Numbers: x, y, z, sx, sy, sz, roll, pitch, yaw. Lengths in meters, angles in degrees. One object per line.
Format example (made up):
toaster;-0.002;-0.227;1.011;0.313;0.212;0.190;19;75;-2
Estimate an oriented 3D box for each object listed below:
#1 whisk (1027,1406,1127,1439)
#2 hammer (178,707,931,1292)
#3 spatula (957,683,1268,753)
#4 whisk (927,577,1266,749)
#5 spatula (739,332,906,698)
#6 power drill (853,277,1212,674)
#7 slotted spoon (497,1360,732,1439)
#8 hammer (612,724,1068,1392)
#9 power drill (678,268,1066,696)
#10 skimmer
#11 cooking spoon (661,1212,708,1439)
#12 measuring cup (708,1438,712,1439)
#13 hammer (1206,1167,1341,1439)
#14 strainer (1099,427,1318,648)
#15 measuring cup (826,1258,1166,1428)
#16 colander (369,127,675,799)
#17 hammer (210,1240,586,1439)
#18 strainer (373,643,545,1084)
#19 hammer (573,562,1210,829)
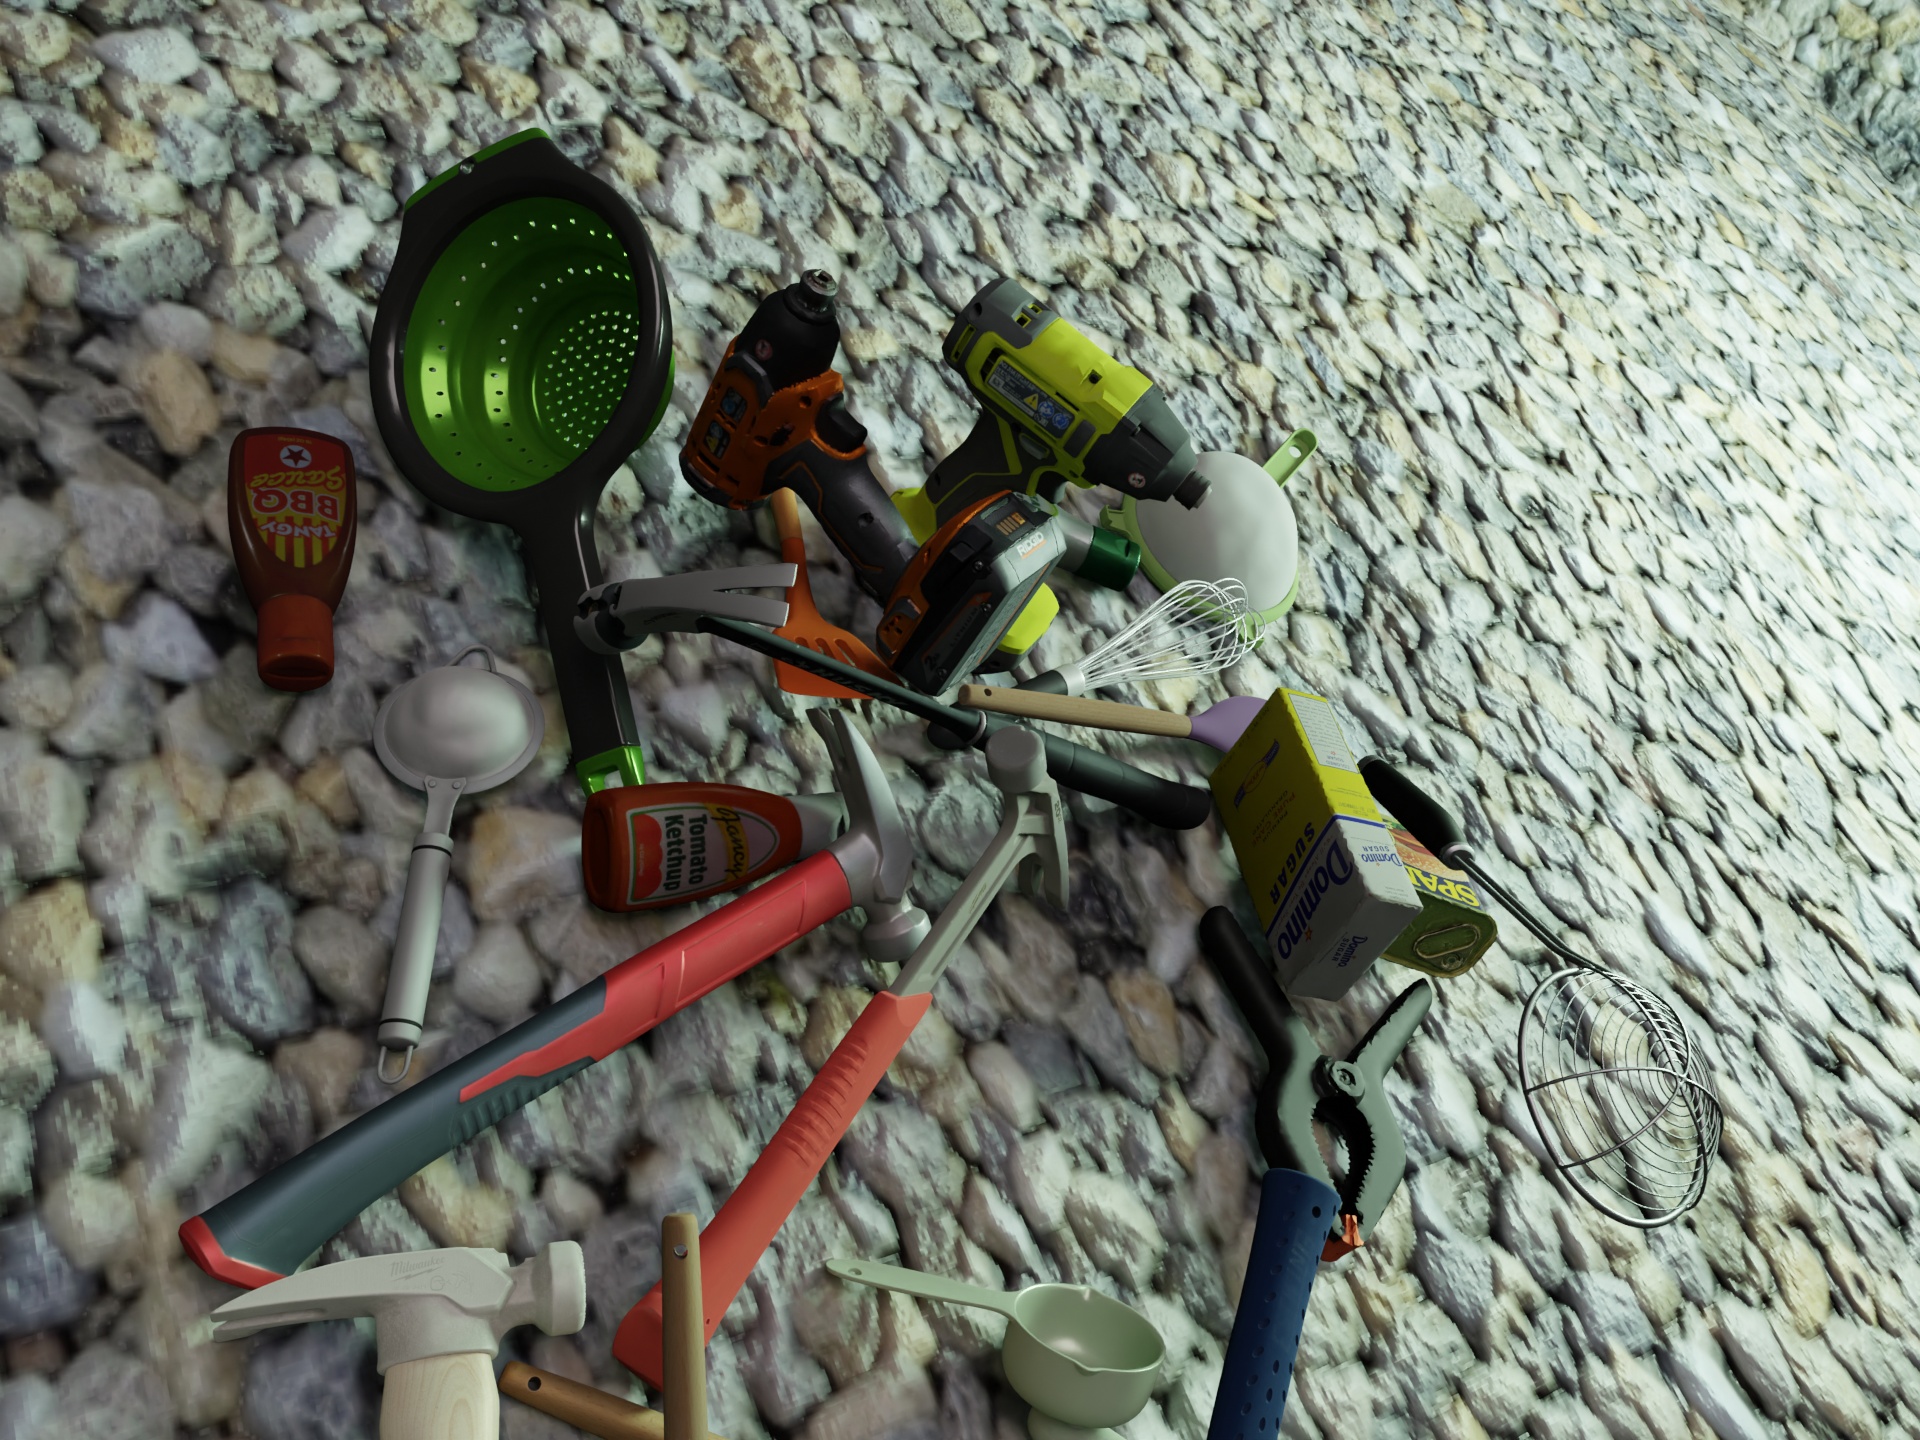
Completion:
whisk;0.137;0.398;0.759;0.246;0.059;0.058;33;11;2
hammer;-0.178;0.128;0.752;0.386;0.038;0.143;-29;107;-36
spatula;0.126;-0.001;1.027;0.315;0.018;0.060;7;57;-37
whisk;0.093;-0.034;1.040;0.284;0.070;0.070;-23;70;-33
spatula;-0.108;-0.136;1.012;0.081;0.041;0.323;2;56;-27
power drill;0.038;-0.134;0.965;0.171;0.223;0.080;39;48;1
slotted spoon;-0.056;0.345;0.702;0.313;0.031;0.070;25;52;-8
hammer;-0.046;0.171;0.796;0.037;0.149;0.359;20;55;25
power drill;-0.052;-0.141;0.917;0.226;0.164;0.084;43;44;8
skimmer;0.298;0.130;0.905;0.127;0.090;0.364;20;18;-22
cooking spoon;-0.101;0.352;0.603;0.068;0.017;0.319;-3;80;-4
measuring cup;-0.057;0.342;0.657;0.173;0.052;0.095;-4;71;-15
hammer;0.102;0.393;0.698;0.144;0.035;0.406;29;58;-11
strainer;0.226;-0.175;1.202;0.151;0.069;0.256;41;49;4
measuring cup;0.013;0.296;0.765;0.167;0.038;0.083;13;7;3
colander;-0.215;-0.133;0.914;0.094;0.204;0.397;11;62;-66
hammer;-0.189;0.385;0.547;0.146;0.038;0.411;0;49;-20
strainer;-0.260;0.056;0.792;0.087;0.050;0.259;4;58;-8
hammer;-0.001;-0.003;0.883;0.408;0.149;0.036;21;72;-38
